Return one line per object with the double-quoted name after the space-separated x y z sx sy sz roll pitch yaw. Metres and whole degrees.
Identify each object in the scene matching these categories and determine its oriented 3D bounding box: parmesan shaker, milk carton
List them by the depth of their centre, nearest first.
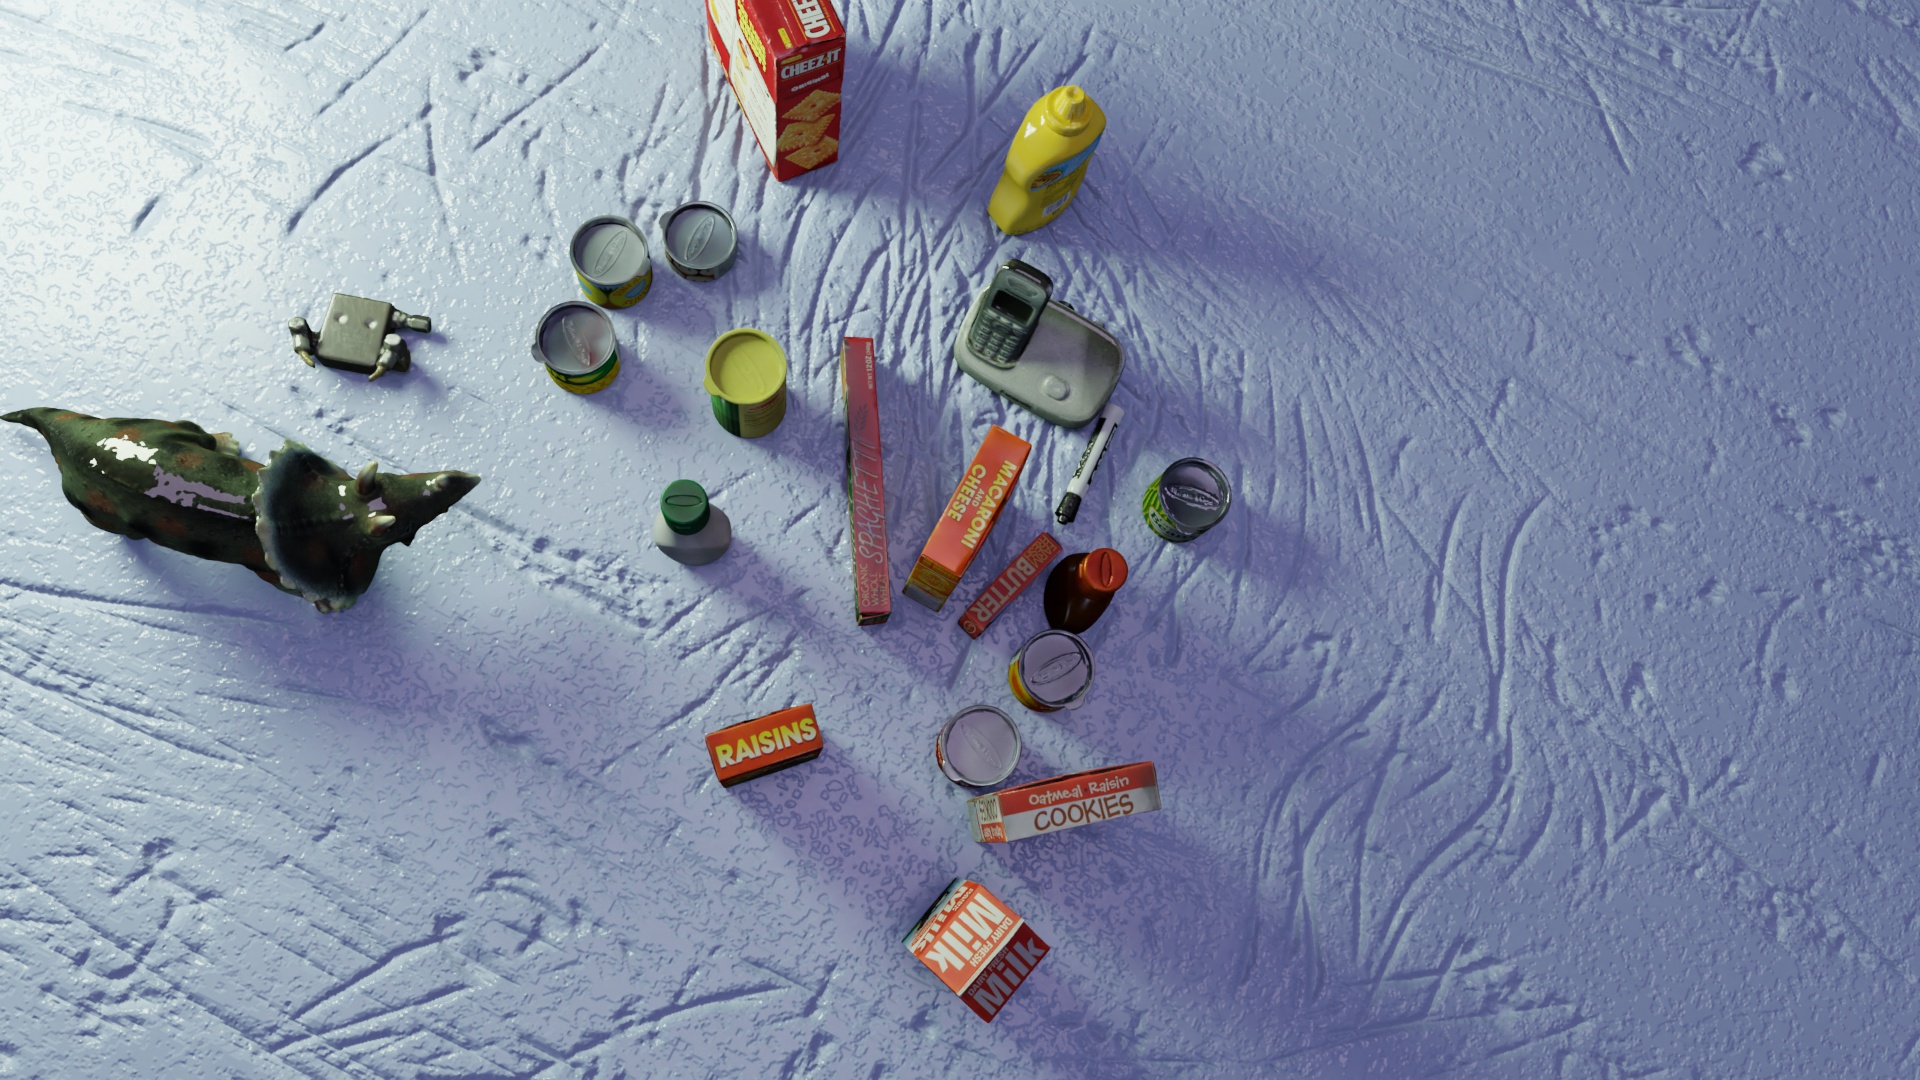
0.011 0.312 1.064 0.073 0.190 0.072 42 76 2 "milk carton"
-0.184 -0.131 1.183 0.071 0.103 0.071 2 78 -7 "parmesan shaker"

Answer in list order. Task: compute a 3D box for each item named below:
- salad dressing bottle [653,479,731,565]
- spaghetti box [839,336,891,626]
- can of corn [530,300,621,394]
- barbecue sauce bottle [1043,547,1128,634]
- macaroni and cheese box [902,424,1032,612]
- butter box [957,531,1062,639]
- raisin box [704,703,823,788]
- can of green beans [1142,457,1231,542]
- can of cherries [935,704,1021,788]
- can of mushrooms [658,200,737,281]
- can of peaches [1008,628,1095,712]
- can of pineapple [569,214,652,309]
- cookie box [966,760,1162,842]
-0.220 -0.014 1.128 0.064 0.147 0.044 1 78 -8 "salad dressing bottle"
-0.083 -0.051 1.206 0.029 0.050 0.250 -3 78 -8 "spaghetti box"
-0.330 -0.164 1.193 0.071 0.058 0.071 2 77 -7 "can of corn"
0.104 0.038 1.161 0.044 0.148 0.065 3 77 -7 "barbecue sauce bottle"
0.004 -0.014 1.150 0.040 0.166 0.124 29 75 -1 "macaroni and cheese box"
0.042 0.039 1.201 0.024 0.053 0.104 44 76 3 "butter box"
-0.156 0.164 1.109 0.086 0.123 0.040 -16 81 -11 "raisin box"
0.201 -0.035 1.238 0.071 0.057 0.071 2 77 -7 "can of green beans"
0.012 0.175 1.163 0.071 0.058 0.071 2 77 -7 "can of cherries"
-0.235 -0.268 1.243 0.071 0.033 0.071 2 77 -7 "can of mushrooms"
0.078 0.114 1.186 0.071 0.058 0.071 2 77 -7 "can of peaches"
-0.303 -0.241 1.215 0.071 0.057 0.071 2 77 -7 "can of pineapple"
0.078 0.209 1.108 0.123 0.167 0.040 -10 80 -10 "cookie box"
